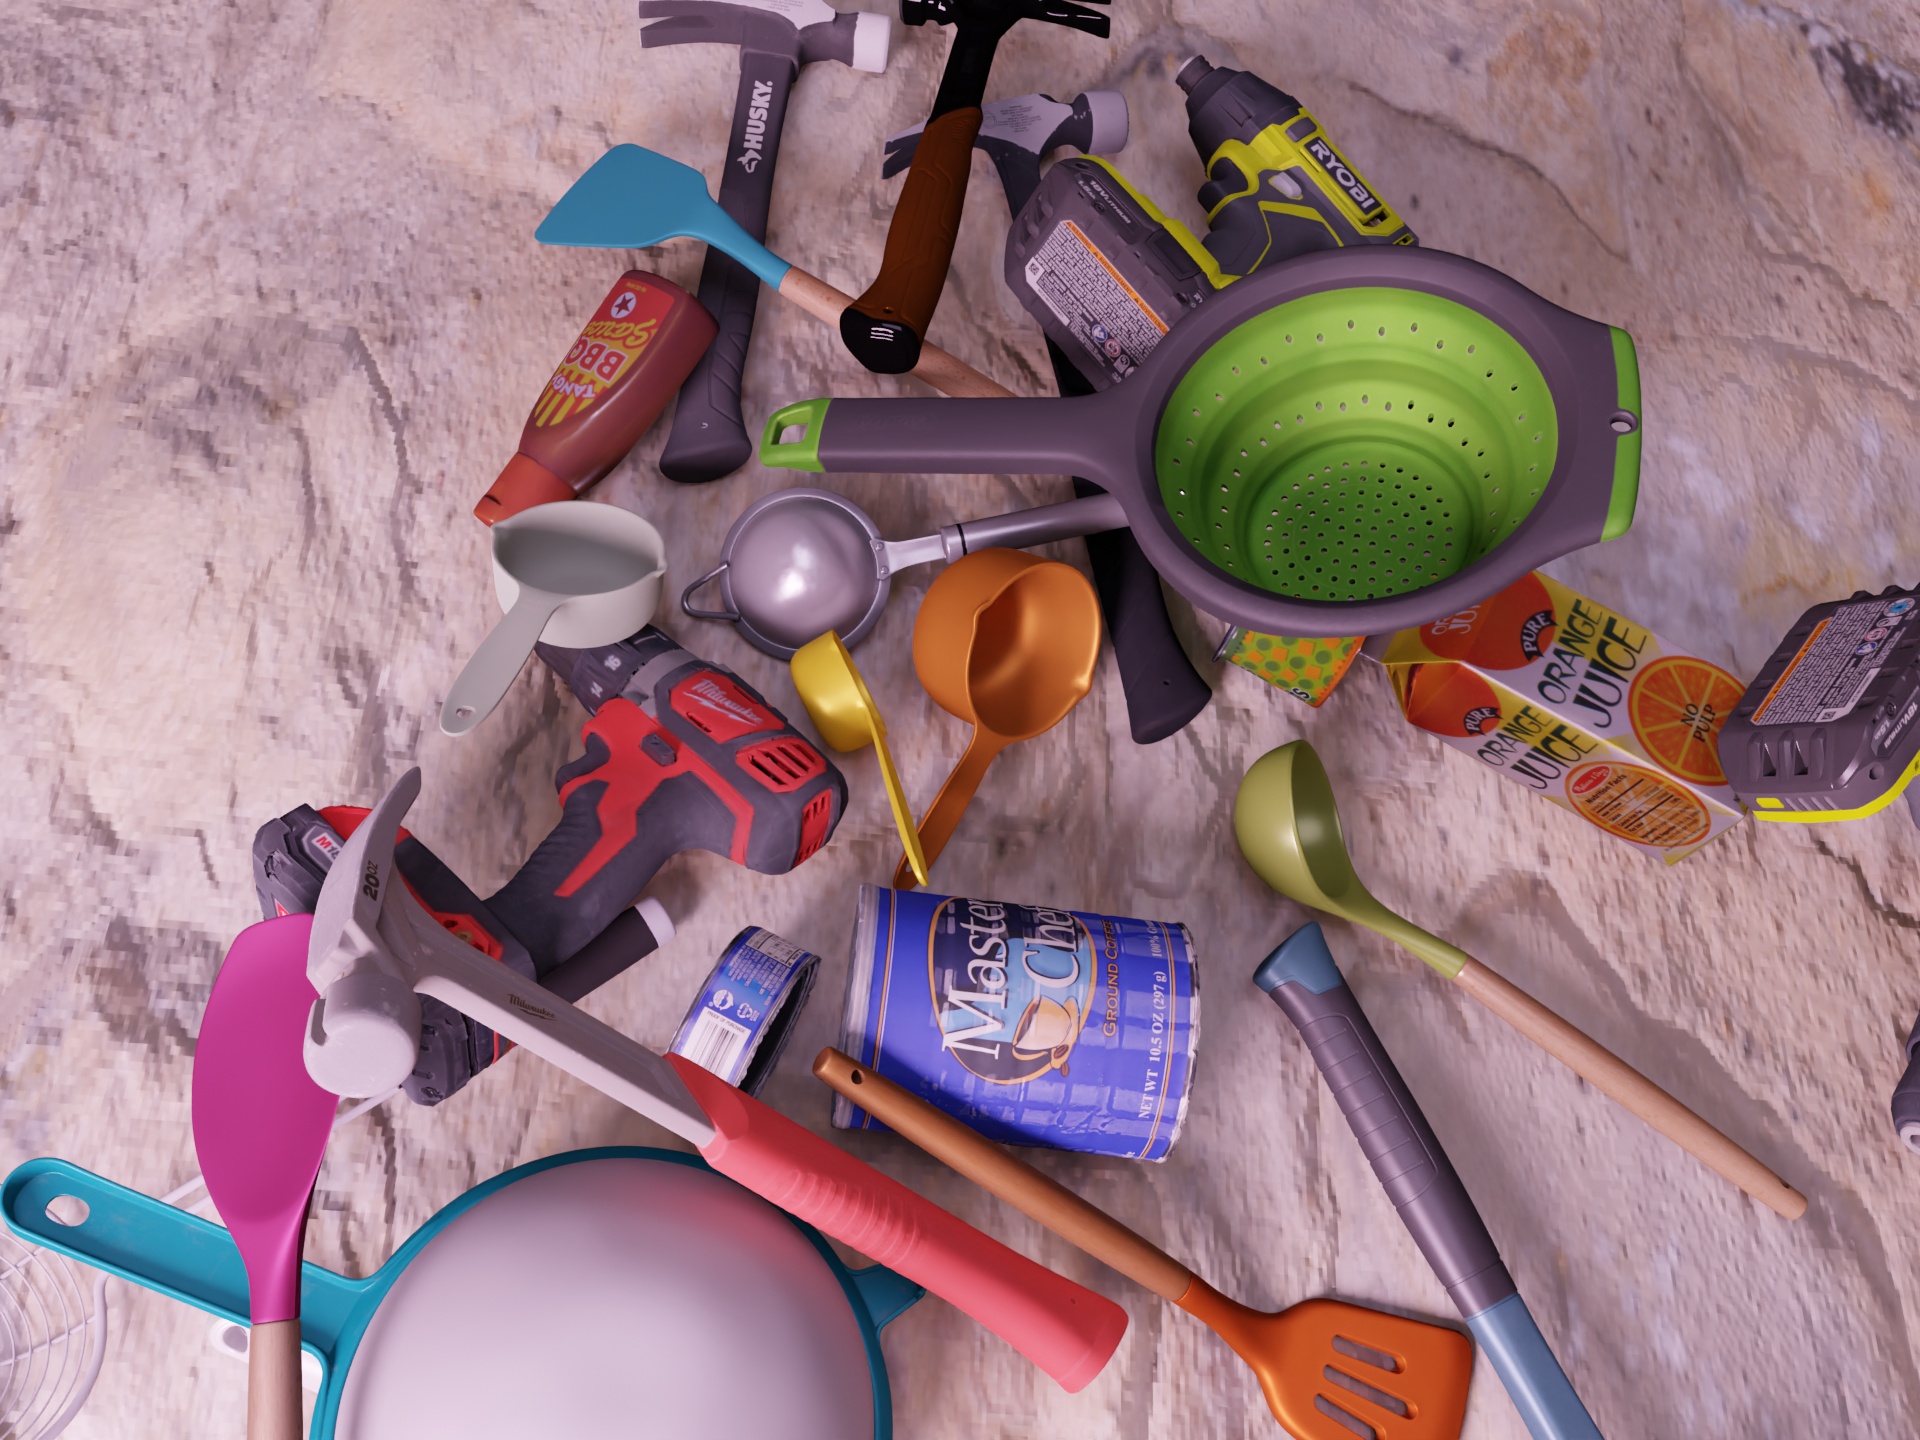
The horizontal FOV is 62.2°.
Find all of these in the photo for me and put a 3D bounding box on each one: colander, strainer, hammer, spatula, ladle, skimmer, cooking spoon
[{"bbox_3d":[0.101,-0.112,0.747,0.397,0.094,0.205,3,64,18],"label":"colander"},{"bbox_3d":[-0.012,-0.087,0.785,0.258,0.050,0.087,-13,90,-6],"label":"strainer"},{"bbox_3d":[0.060,-0.177,0.859,0.149,0.036,0.409,-8,67,-10],"label":"hammer"},{"bbox_3d":[-0.072,0.152,0.584,0.358,0.149,0.036,38,103,-26],"label":"hammer"},{"bbox_3d":[0.076,0.217,0.643,0.322,0.041,0.081,36,62,-17],"label":"spatula"},{"bbox_3d":[0.261,0.122,0.738,0.320,0.062,0.078,36,31,6],"label":"ladle"},{"bbox_3d":[-0.127,-0.277,0.880,0.146,0.035,0.335,7,65,-5],"label":"hammer"},{"bbox_3d":[0.218,0.237,0.679,0.128,0.033,0.331,-12,63,-30],"label":"hammer"},{"bbox_3d":[0.000,-0.308,0.862,0.127,0.034,0.337,8,54,6],"label":"hammer"},{"bbox_3d":[-0.069,-0.211,0.828,0.317,0.044,0.082,31,65,1],"label":"spatula"},{"bbox_3d":[-0.276,0.161,0.627,0.363,0.090,0.127,-31,69,-19],"label":"skimmer"},{"bbox_3d":[-0.219,0.219,0.508,0.069,0.017,0.319,-15,70,20],"label":"cooking spoon"},{"bbox_3d":[-0.177,0.214,0.553,0.340,0.095,0.211,23,53,-3],"label":"strainer"}]

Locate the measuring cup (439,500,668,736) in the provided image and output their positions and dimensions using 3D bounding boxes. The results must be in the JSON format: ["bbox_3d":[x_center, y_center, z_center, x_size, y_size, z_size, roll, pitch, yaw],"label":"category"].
[{"bbox_3d":[-0.182,-0.036,0.686,0.083,0.038,0.168,14,41,4],"label":"measuring cup"}]

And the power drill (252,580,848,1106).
[{"bbox_3d":[-0.185,0.034,0.687,0.188,0.080,0.227,38,50,20],"label":"power drill"}]

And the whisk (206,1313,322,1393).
[{"bbox_3d":[-0.181,0.275,0.614,0.246,0.059,0.057,20,106,6],"label":"whisk"}]

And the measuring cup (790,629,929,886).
[{"bbox_3d":[-0.046,0.021,0.720,0.029,0.062,0.157,-25,46,3],"label":"measuring cup"}]

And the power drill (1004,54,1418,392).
[{"bbox_3d":[0.133,-0.268,0.859,0.171,0.080,0.223,49,53,2],"label":"power drill"}]

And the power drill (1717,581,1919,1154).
[{"bbox_3d":[0.452,0.070,0.739,0.190,0.080,0.228,-44,106,-23],"label":"power drill"}]

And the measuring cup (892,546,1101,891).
[{"bbox_3d":[-0.001,-0.002,0.760,0.052,0.095,0.173,28,88,44],"label":"measuring cup"}]
